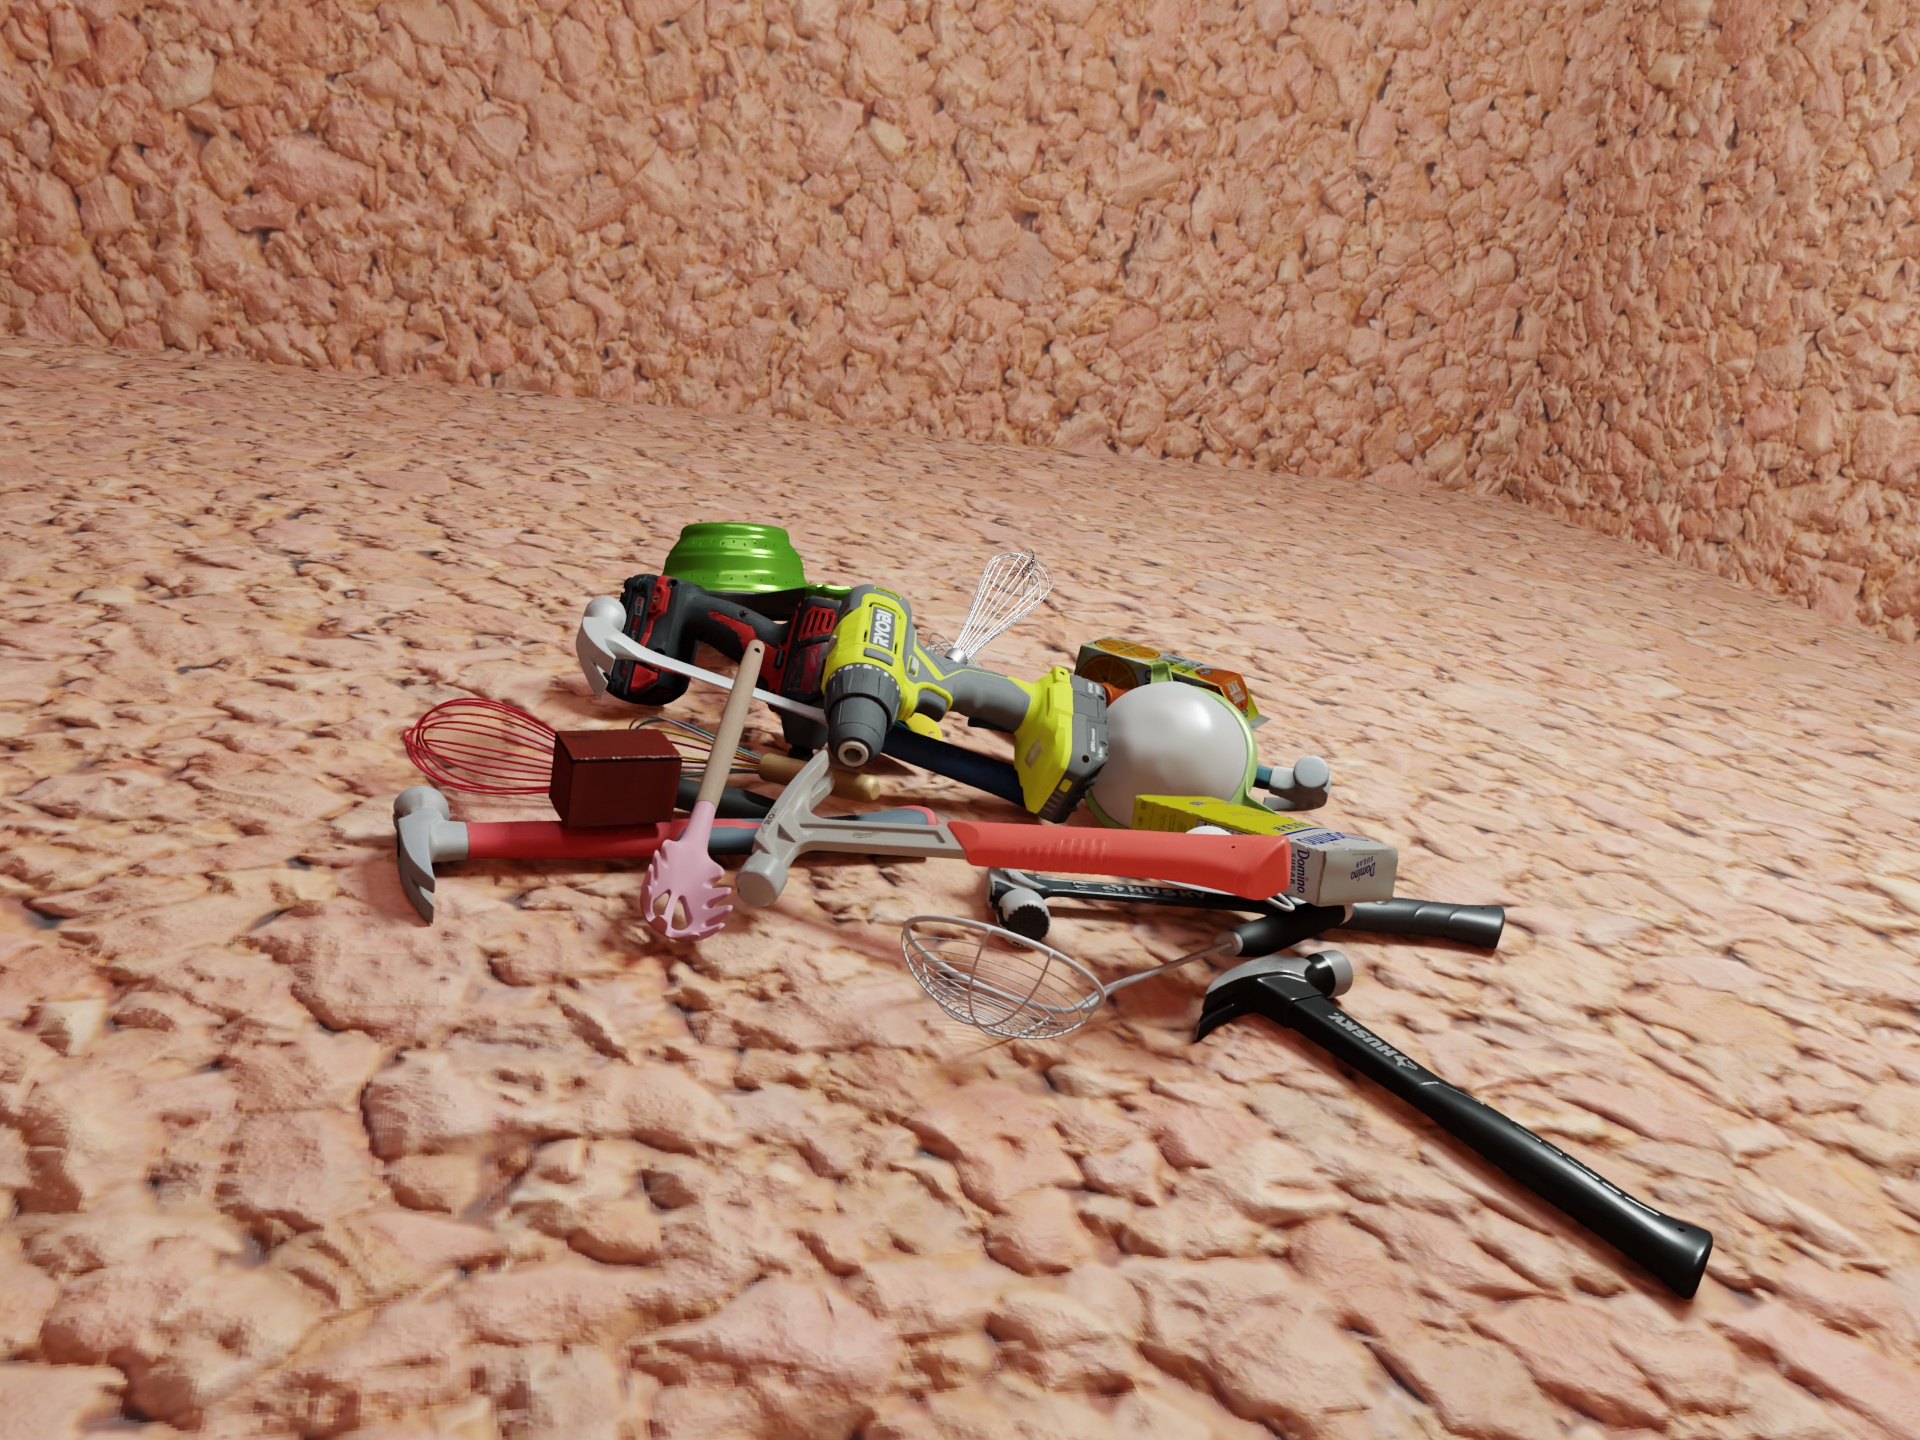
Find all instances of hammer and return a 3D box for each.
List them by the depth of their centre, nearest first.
[{"bbox_3d":[0.284,0.228,0.937,0.146,0.035,0.335,-4,22,-36],"label":"hammer"},{"bbox_3d":[0.037,0.078,1.051,0.359,0.036,0.149,2,33,21],"label":"hammer"},{"bbox_3d":[-0.192,0.089,1.122,0.386,0.038,0.143,1,21,-24],"label":"hammer"},{"bbox_3d":[0.216,0.136,1.185,0.409,0.036,0.149,6,17,-11],"label":"hammer"},{"bbox_3d":[-0.112,-0.001,1.281,0.405,0.035,0.144,19,18,-14],"label":"hammer"},{"bbox_3d":[0.161,0.025,1.402,0.331,0.033,0.128,13,-12,17],"label":"hammer"}]

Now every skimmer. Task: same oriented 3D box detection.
[{"bbox_3d":[0.127,0.131,1.031,0.363,0.090,0.127,-11,-2,-37],"label":"skimmer"}]

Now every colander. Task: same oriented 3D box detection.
[{"bbox_3d":[-0.196,-0.151,1.565,0.204,0.094,0.397,1,1,-27],"label":"colander"}]

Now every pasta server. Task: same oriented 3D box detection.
[{"bbox_3d":[-0.169,0.039,1.115,0.060,0.040,0.316,30,37,-17],"label":"pasta server"}]

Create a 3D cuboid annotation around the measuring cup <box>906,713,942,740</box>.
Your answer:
[{"bbox_3d":[-0.054,-0.024,1.454,0.062,0.029,0.157,-31,37,-6],"label":"measuring cup"}]

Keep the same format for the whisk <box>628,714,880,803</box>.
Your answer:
[{"bbox_3d":[-0.171,0.034,1.235,0.245,0.051,0.047,11,-9,28],"label":"whisk"}]

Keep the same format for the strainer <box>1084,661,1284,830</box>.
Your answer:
[{"bbox_3d":[0.202,0.047,1.279,0.257,0.151,0.069,33,-14,33],"label":"strainer"}]

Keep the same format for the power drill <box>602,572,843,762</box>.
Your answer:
[{"bbox_3d":[-0.195,-0.048,1.391,0.220,0.143,0.078,11,-2,21],"label":"power drill"}]

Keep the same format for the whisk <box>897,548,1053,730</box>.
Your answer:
[{"bbox_3d":[0.011,-0.077,1.548,0.070,0.070,0.285,17,48,23],"label":"whisk"}]

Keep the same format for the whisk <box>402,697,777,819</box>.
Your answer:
[{"bbox_3d":[-0.274,0.041,1.208,0.295,0.073,0.073,14,18,-6],"label":"whisk"}]

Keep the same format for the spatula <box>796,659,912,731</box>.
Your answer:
[{"bbox_3d":[-0.116,-0.024,1.490,0.082,0.044,0.318,35,2,-29],"label":"spatula"}]

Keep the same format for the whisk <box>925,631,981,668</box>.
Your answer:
[{"bbox_3d":[0.027,-0.023,1.555,0.058,0.059,0.247,-17,33,-25],"label":"whisk"}]

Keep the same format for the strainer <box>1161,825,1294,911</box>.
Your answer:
[{"bbox_3d":[0.108,0.092,1.094,0.258,0.050,0.086,3,3,34],"label":"strainer"}]

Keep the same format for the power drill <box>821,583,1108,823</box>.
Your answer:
[{"bbox_3d":[-0.002,-0.004,1.259,0.228,0.080,0.191,21,36,-13],"label":"power drill"}]
